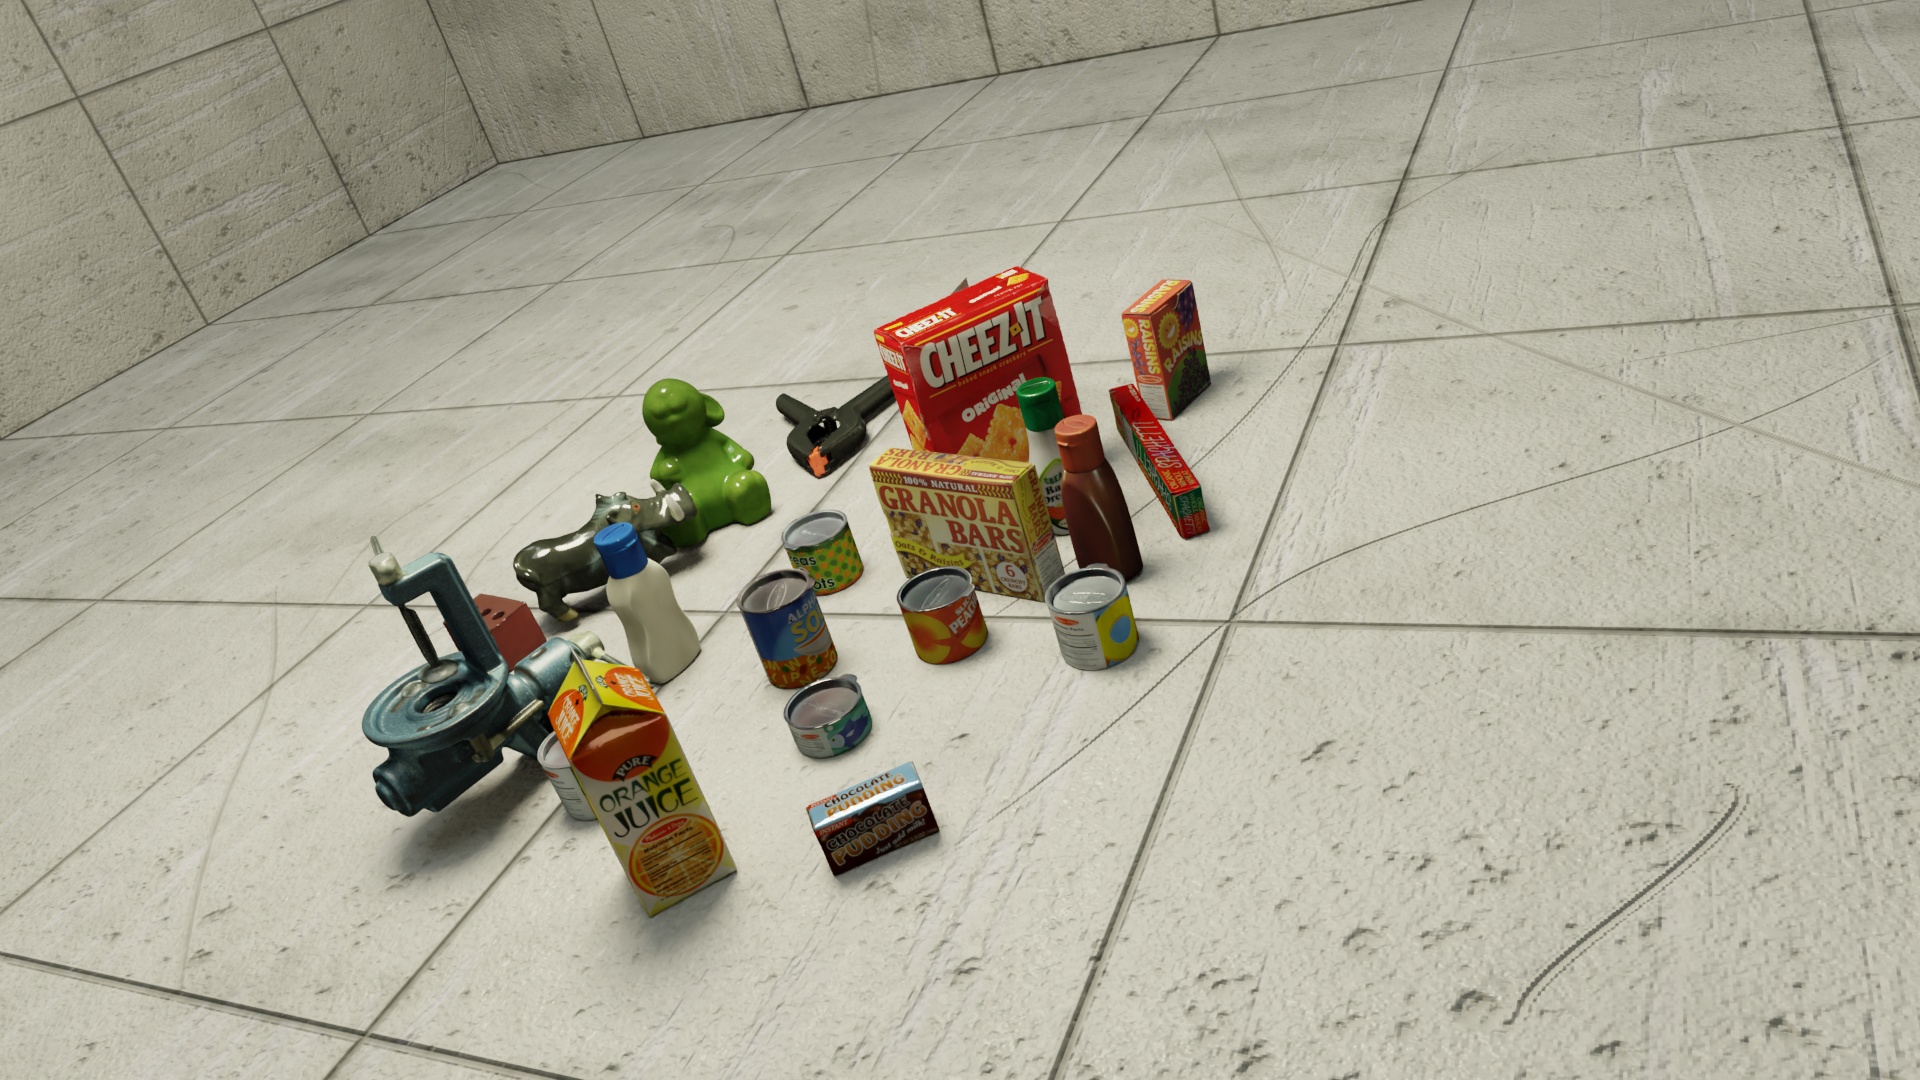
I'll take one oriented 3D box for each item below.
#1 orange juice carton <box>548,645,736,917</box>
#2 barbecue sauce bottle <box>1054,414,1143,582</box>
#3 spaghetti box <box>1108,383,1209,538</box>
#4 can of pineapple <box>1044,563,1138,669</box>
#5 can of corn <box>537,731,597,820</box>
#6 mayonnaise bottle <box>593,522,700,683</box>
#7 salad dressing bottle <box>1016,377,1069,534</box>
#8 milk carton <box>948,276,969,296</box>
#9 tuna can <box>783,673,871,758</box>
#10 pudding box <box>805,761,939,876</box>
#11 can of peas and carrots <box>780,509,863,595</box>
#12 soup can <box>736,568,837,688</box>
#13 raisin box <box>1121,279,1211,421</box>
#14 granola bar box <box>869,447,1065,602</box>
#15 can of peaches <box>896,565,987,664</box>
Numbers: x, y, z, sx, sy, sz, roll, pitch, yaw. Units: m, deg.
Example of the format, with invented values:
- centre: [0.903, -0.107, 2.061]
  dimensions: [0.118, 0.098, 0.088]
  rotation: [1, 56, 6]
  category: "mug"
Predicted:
- centre: [-0.232, 0.165, 0.988]
  dimensions: [0.073, 0.191, 0.072]
  rotation: [-26, 30, -16]
  category: "orange juice carton"
- centre: [0.114, -0.035, 1.195]
  dimensions: [0.044, 0.148, 0.065]
  rotation: [-34, 33, -28]
  category: "barbecue sauce bottle"
- centre: [0.188, -0.081, 1.336]
  dimensions: [0.029, 0.050, 0.251]
  rotation: [-17, 29, 0]
  category: "spaghetti box"
- centre: [0.108, 0.062, 1.124]
  dimensions: [0.071, 0.057, 0.071]
  rotation: [-13, 29, 7]
  category: "can of pineapple"
- centre: [-0.298, 0.183, 1.129]
  dimensions: [0.071, 0.058, 0.071]
  rotation: [-13, 29, 7]
  category: "can of corn"
- centre: [-0.285, 0.054, 1.251]
  dimensions: [0.041, 0.147, 0.065]
  rotation: [5, 36, 35]
  category: "mayonnaise bottle"
- centre: [0.086, -0.078, 1.284]
  dimensions: [0.064, 0.147, 0.044]
  rotation: [-17, 29, 0]
  category: "salad dressing bottle"
- centre: [0.017, -0.171, 1.437]
  dimensions: [0.073, 0.189, 0.073]
  rotation: [-2, 32, 25]
  category: "milk carton"
- centre: [-0.105, 0.141, 1.125]
  dimensions: [0.071, 0.032, 0.071]
  rotation: [-13, 29, 7]
  category: "tuna can"
- centre: [-0.062, 0.197, 0.989]
  dimensions: [0.084, 0.049, 0.030]
  rotation: [-22, 29, -9]
  category: "pudding box"
- centre: [-0.134, 0.013, 1.334]
  dimensions: [0.071, 0.058, 0.071]
  rotation: [-13, 29, 7]
  category: "can of peas and carrots"
- centre: [-0.147, 0.076, 1.206]
  dimensions: [0.071, 0.083, 0.072]
  rotation: [-13, 29, 8]
  category: "soup can"
- centre: [0.216, -0.199, 1.449]
  dimensions: [0.040, 0.123, 0.086]
  rotation: [11, 39, 40]
  category: "raisin box"
- centre: [0.004, -0.016, 1.244]
  dimensions: [0.165, 0.123, 0.039]
  rotation: [9, 38, 38]
  category: "granola bar box"
- centre: [-0.013, 0.064, 1.184]
  dimensions: [0.071, 0.057, 0.071]
  rotation: [-13, 29, 7]
  category: "can of peaches"
